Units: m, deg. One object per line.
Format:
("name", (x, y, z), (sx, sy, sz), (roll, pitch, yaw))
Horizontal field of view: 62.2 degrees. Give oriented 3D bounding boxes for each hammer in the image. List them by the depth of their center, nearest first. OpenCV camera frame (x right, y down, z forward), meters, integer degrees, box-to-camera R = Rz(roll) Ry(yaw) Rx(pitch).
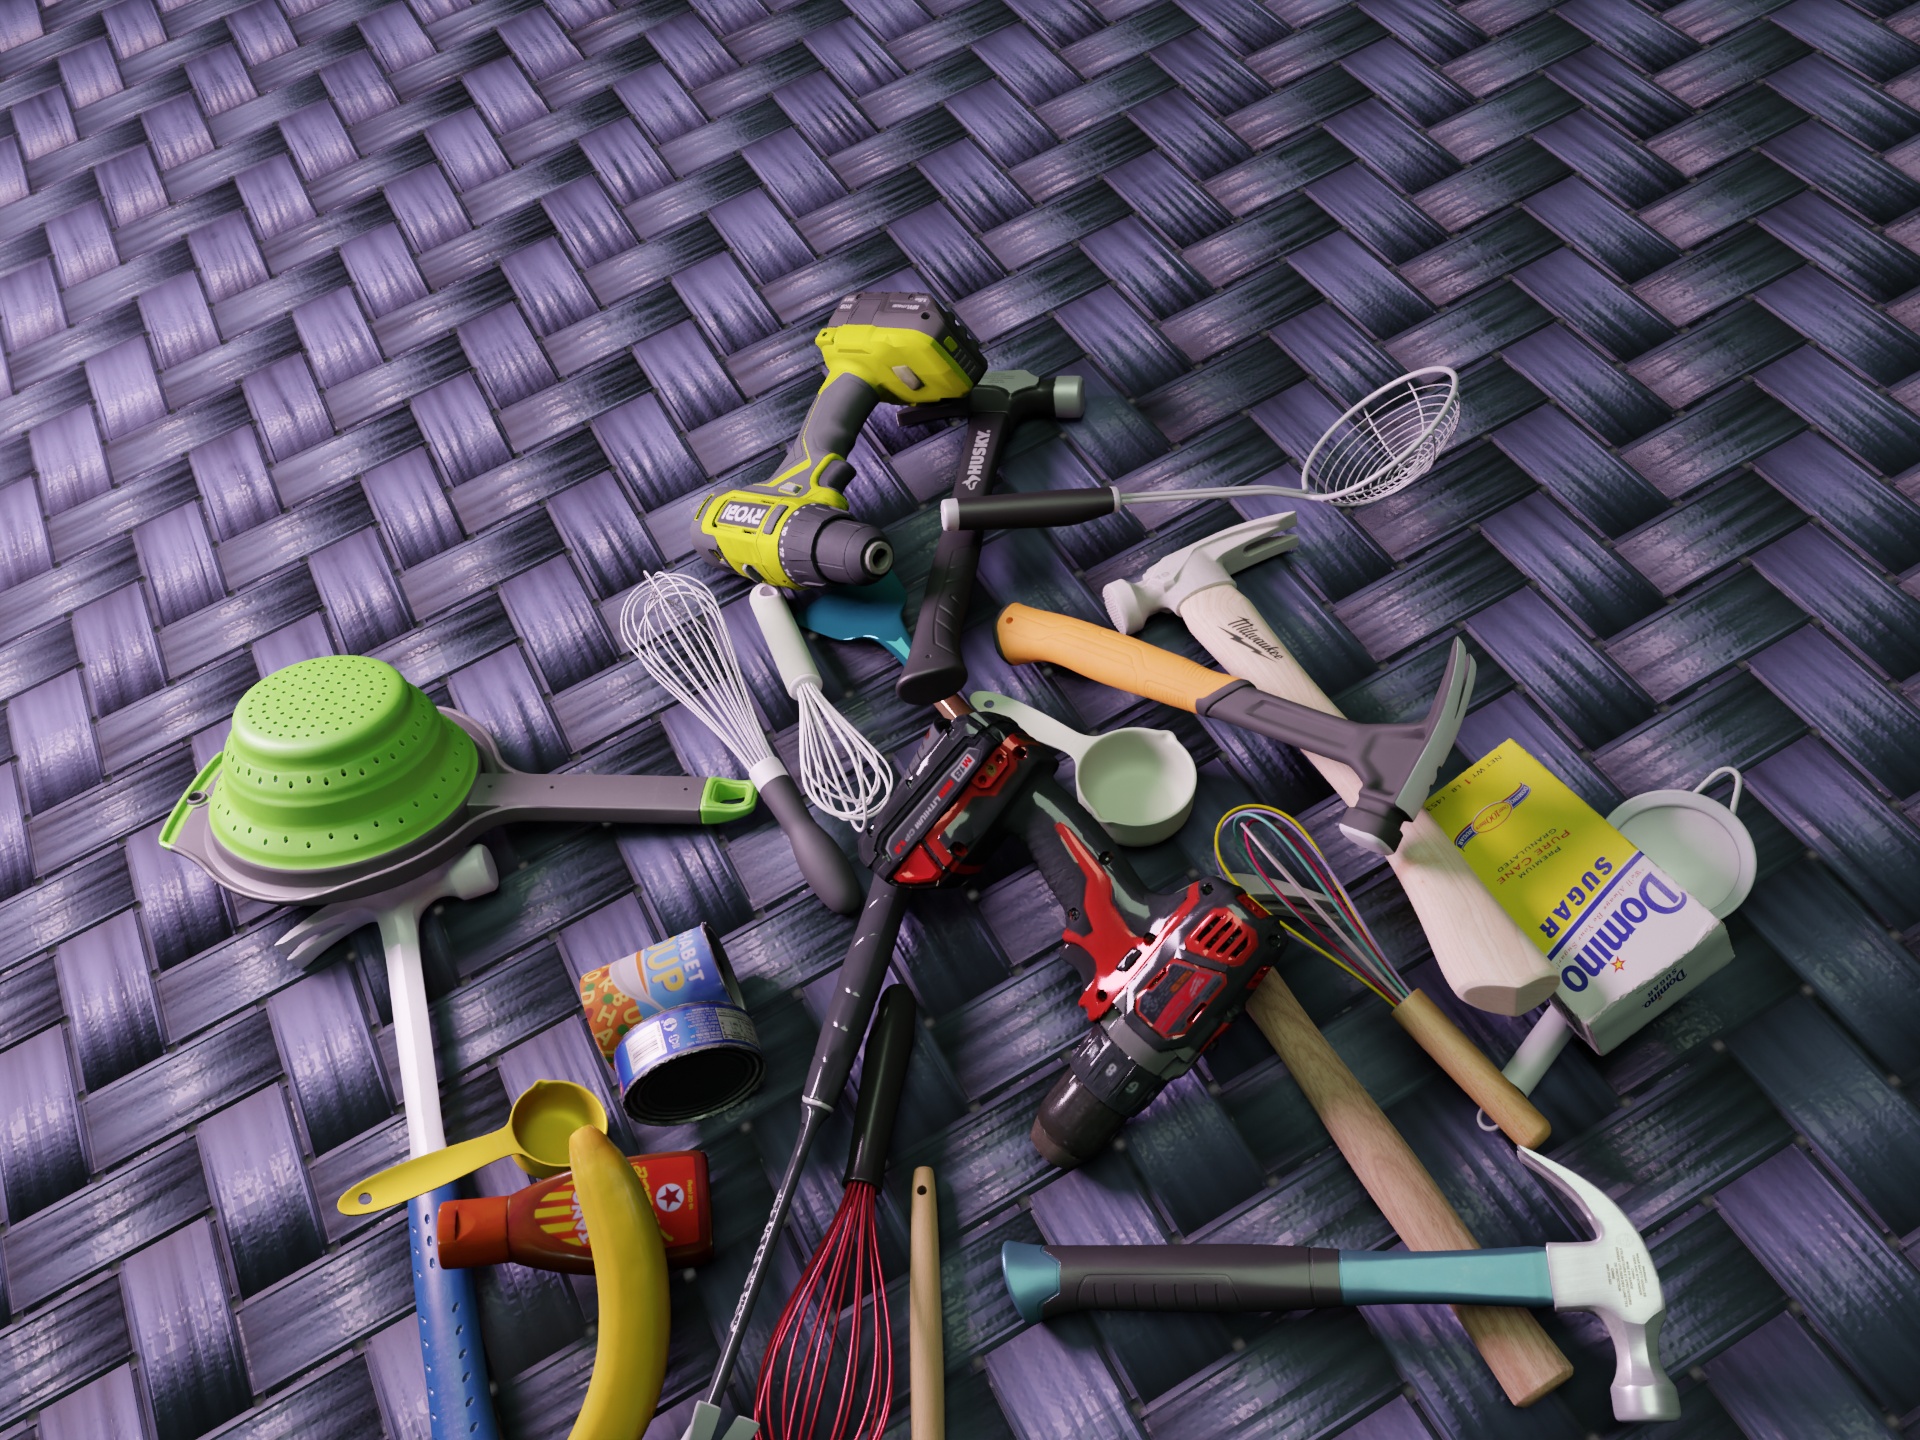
("hammer", (0.182, 0.288, 0.817), (0.331, 0.033, 0.128), (-6, 63, 16))
("hammer", (0.219, 0.219, 0.885), (0.130, 0.031, 0.332), (-28, 56, -8))
("hammer", (-0.086, 0.229, 0.891), (0.036, 0.149, 0.409), (24, 52, -6))
("hammer", (-0.324, 0.262, 0.953), (0.144, 0.035, 0.406), (-20, 55, -4))
("hammer", (0.238, 0.012, 0.978), (0.146, 0.038, 0.411), (-24, 46, -6))
("hammer", (0.150, -0.028, 0.993), (0.337, 0.034, 0.127), (22, 80, 42))
("hammer", (-0.002, -0.141, 1.143), (0.146, 0.035, 0.335), (3, 49, 12))

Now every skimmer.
("skimmer", (0.165, -0.187, 1.105), (0.363, 0.090, 0.127), (-6, 21, -6))

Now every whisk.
("whisk", (-0.058, 0.278, 0.882), (0.073, 0.073, 0.296), (1, 51, 11))
("whisk", (0.236, 0.138, 0.891), (0.047, 0.051, 0.245), (-27, 66, -37))
("whisk", (-0.143, 0.012, 1.061), (0.070, 0.070, 0.285), (-30, 70, -10))
("whisk", (-0.104, -0.017, 1.090), (0.058, 0.059, 0.247), (-11, 44, -17))

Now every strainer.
("strainer", (0.371, 0.133, 0.911), (0.087, 0.050, 0.258), (33, 73, 33))

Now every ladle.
("ladle", (-0.018, 0.384, 0.819), (0.069, 0.031, 0.316), (-5, 54, 4))

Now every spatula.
("spatula", (-0.002, -0.003, 1.084), (0.082, 0.044, 0.318), (-34, 61, -14))

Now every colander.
("colander", (-0.335, 0.023, 1.058), (0.397, 0.094, 0.205), (1, 36, 3))

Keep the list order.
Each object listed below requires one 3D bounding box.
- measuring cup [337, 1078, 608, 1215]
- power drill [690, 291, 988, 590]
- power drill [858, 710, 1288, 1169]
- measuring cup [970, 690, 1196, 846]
("measuring cup", (-0.279, 0.256, 0.916), (0.156, 0.029, 0.062), (-15, 55, -34))
("power drill", (-0.078, -0.194, 1.143), (0.191, 0.080, 0.228), (16, 71, 46))
("power drill", (0.048, 0.123, 0.912), (0.227, 0.080, 0.188), (40, 98, 17))
("measuring cup", (0.076, 0.027, 1.036), (0.168, 0.038, 0.083), (27, 60, 26))
